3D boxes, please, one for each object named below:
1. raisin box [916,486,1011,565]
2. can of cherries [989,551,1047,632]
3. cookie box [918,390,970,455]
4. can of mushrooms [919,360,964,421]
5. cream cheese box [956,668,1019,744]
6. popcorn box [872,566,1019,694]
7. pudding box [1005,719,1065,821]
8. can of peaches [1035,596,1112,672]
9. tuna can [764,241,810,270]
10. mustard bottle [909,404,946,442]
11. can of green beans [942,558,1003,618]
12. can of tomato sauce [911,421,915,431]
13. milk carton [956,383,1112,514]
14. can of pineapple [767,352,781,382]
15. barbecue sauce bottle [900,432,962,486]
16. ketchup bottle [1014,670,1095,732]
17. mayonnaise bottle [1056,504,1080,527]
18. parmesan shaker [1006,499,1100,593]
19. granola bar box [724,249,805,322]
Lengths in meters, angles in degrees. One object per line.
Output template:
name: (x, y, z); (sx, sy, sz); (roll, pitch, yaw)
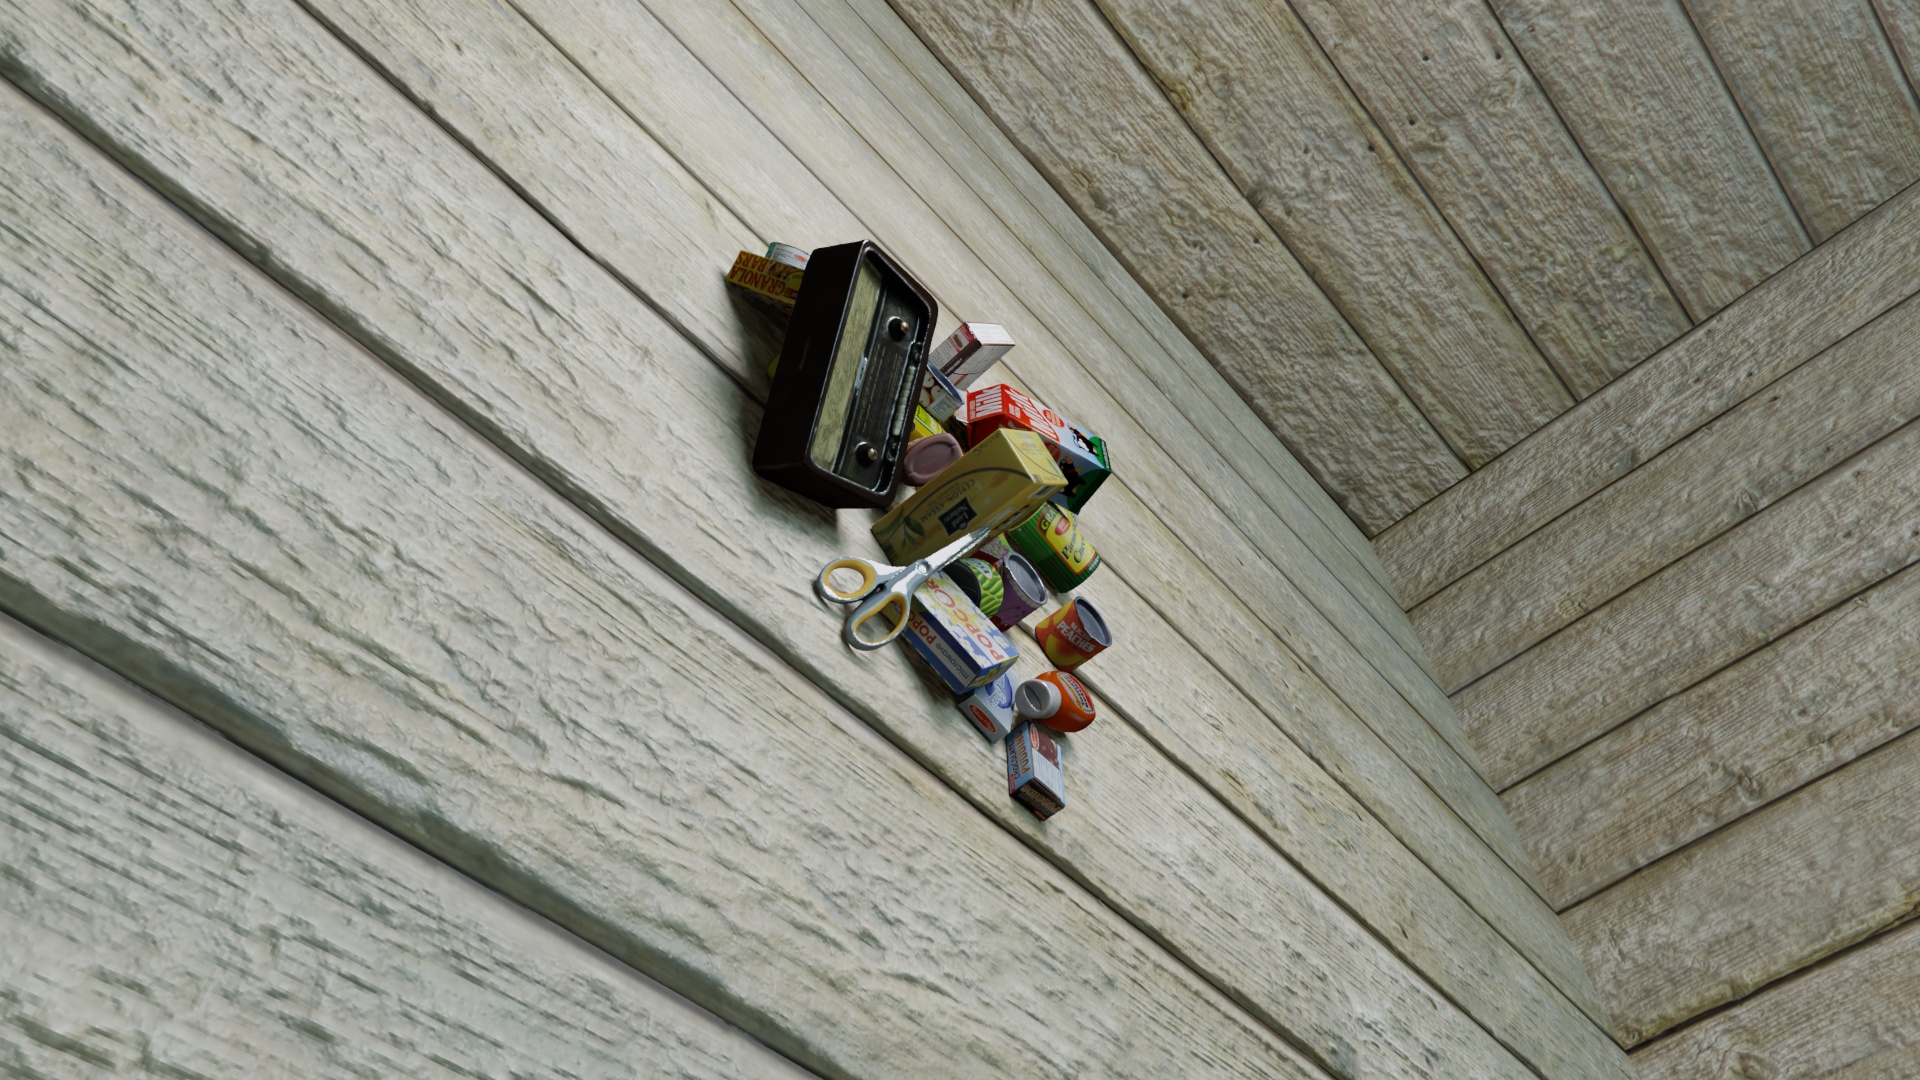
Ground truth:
raisin box: (0.005, -0.019, 1.504); (0.086, 0.040, 0.124); (24, 34, -50)
can of cherries: (0.047, 0.053, 1.450); (0.071, 0.058, 0.072); (44, 24, -24)
cookie box: (-0.011, -0.137, 1.654); (0.123, 0.040, 0.168); (52, 21, -1)
can of mushrooms: (-0.030, -0.169, 1.553); (0.071, 0.033, 0.071); (46, 13, -13)
cream cheese box: (0.027, 0.143, 1.314); (0.053, 0.024, 0.104); (49, 21, -14)
popcorn box: (-0.014, 0.078, 1.273); (0.127, 0.038, 0.085); (46, 23, 15)
pudding box: (0.070, 0.212, 1.286); (0.049, 0.030, 0.084); (42, 23, -24)
can of peaches: (0.124, 0.105, 1.532); (0.071, 0.058, 0.071); (44, 23, -24)
tuna can: (-0.183, -0.293, 1.509); (0.071, 0.033, 0.071); (22, -7, 3)
mustard bottle: (-0.042, -0.111, 1.536); (0.160, 0.048, 0.065); (42, 23, -27)
can of green beans: (0.001, 0.050, 1.347); (0.071, 0.071, 0.058); (58, 21, 12)
can of tomato sauce: (-0.095, -0.138, 1.439); (0.071, 0.071, 0.083); (23, 36, -54)
milk carton: (0.076, -0.115, 1.611); (0.190, 0.073, 0.073); (28, 30, -18)
can of pineapple: (-0.151, -0.171, 1.389); (0.071, 0.057, 0.071); (44, 22, -23)
barbecue sauce bottle: (-0.040, -0.082, 1.426); (0.043, 0.065, 0.148); (58, -7, -8)
ketchup bottle: (0.090, 0.157, 1.364); (0.065, 0.043, 0.149); (56, 11, 17)
mayonnaise bottle: (0.120, -0.030, 1.759); (0.065, 0.041, 0.148); (52, 21, 1)
parmesan shaker: (0.112, 0.002, 1.653); (0.103, 0.071, 0.071); (48, 21, -12)
granola bar box: (-0.145, -0.239, 1.419); (0.166, 0.039, 0.124); (26, -2, 43)
